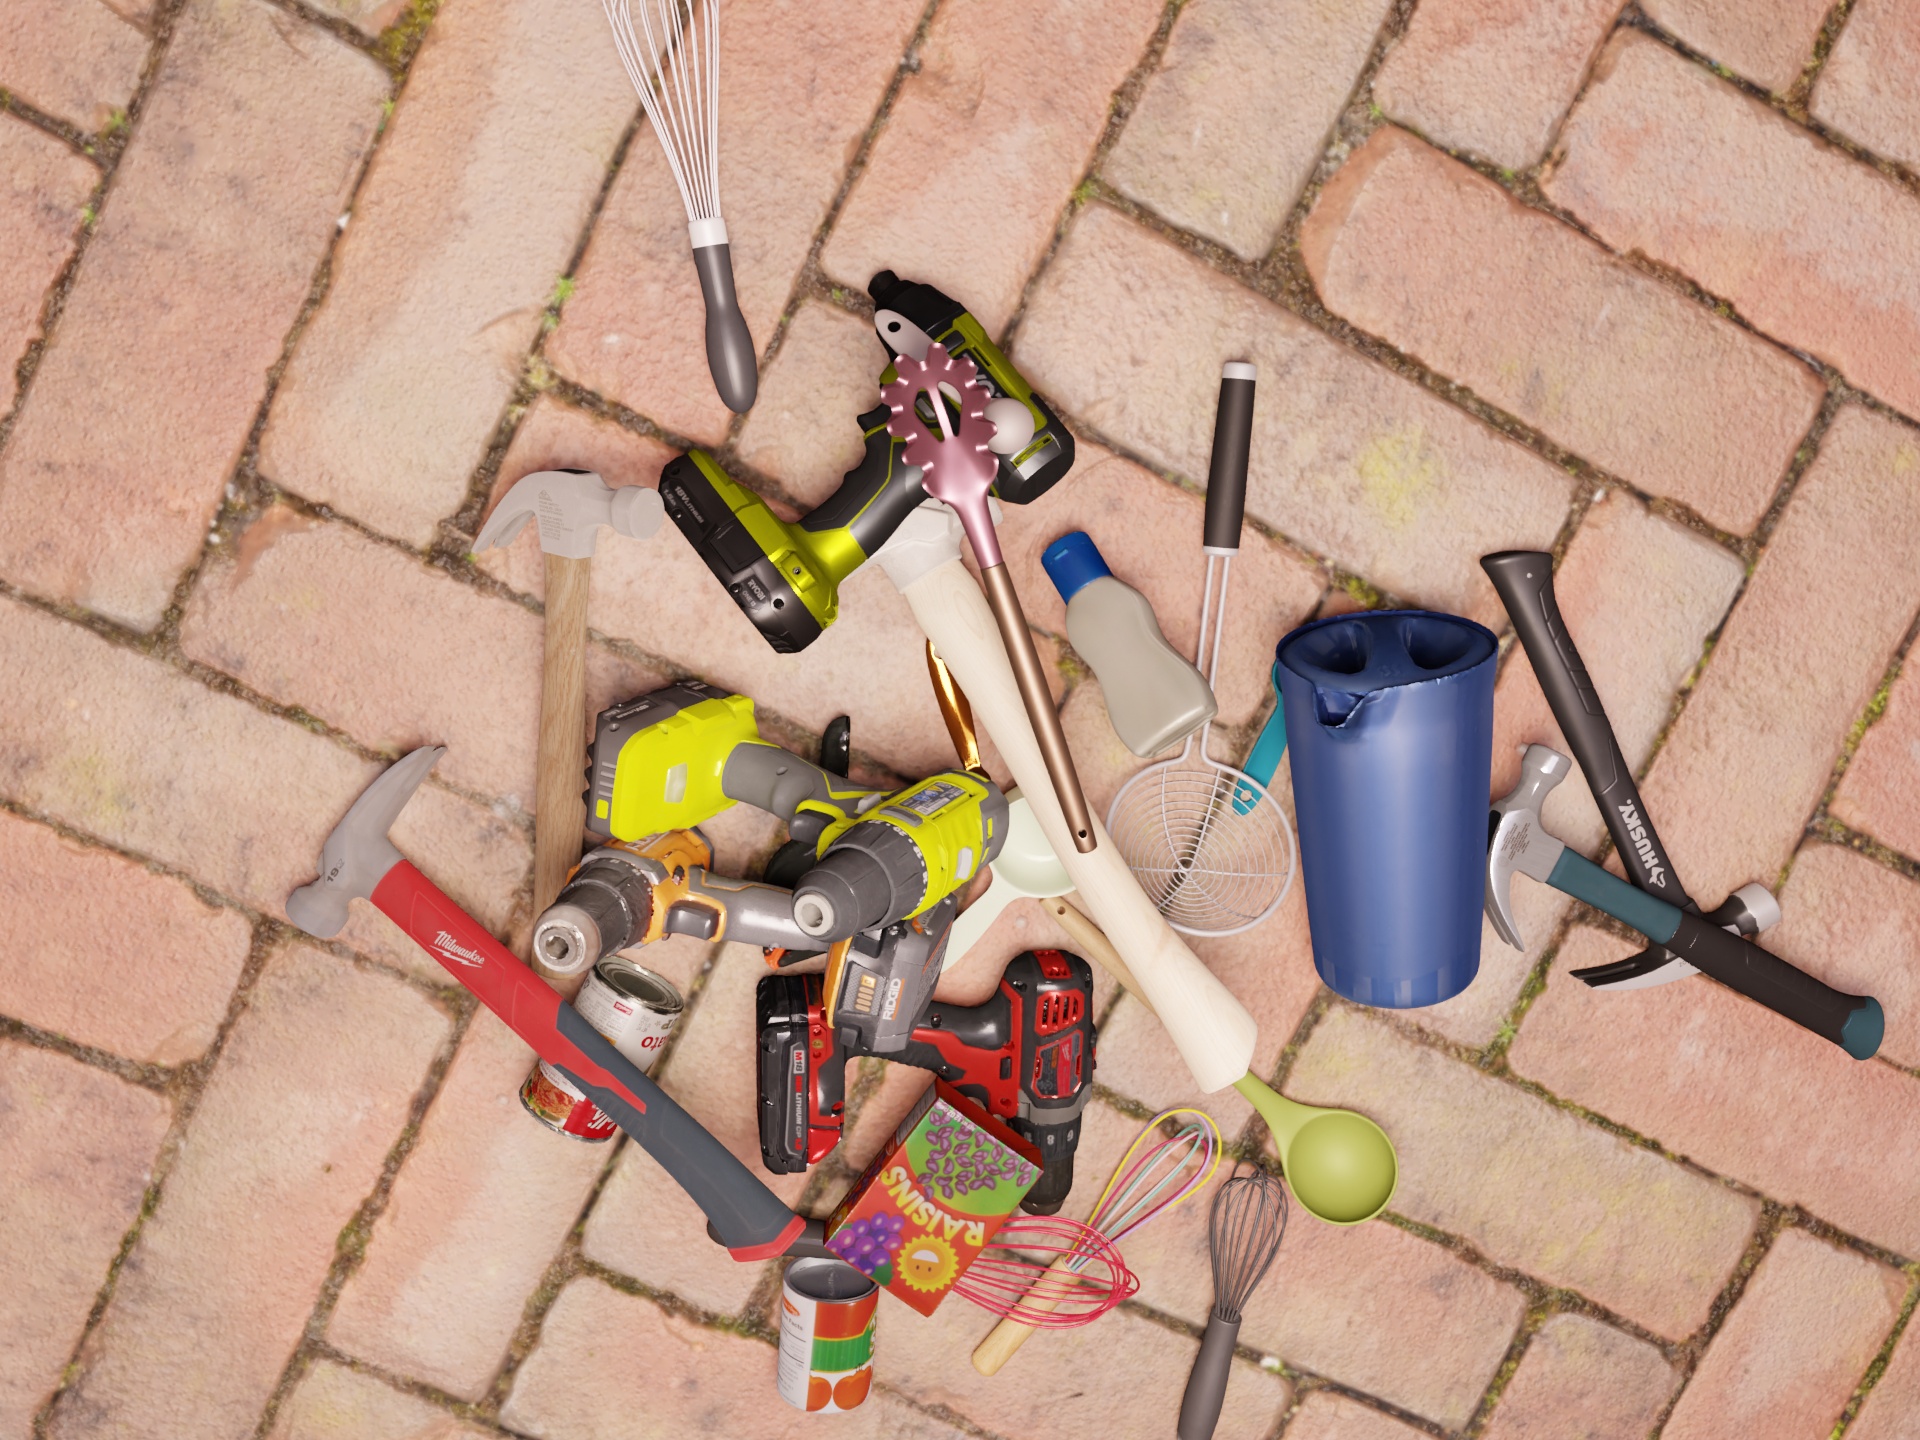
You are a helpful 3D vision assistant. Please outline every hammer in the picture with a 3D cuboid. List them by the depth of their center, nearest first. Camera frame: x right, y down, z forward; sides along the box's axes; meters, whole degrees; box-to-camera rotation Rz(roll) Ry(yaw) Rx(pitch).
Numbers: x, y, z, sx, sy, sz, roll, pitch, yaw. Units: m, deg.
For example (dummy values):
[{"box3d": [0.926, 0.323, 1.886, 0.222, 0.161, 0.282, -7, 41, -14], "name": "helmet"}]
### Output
[{"box3d": [-0.239, 0.182, 0.984, 0.386, 0.038, 0.143, 39, 94, 10], "name": "hammer"}, {"box3d": [-0.252, 0.007, 0.999, 0.130, 0.031, 0.331, 15, 109, 28], "name": "hammer"}, {"box3d": [0.052, 0.052, 1.000, 0.146, 0.038, 0.411, -31, 84, 1], "name": "hammer"}, {"box3d": [0.494, 0.144, 1.083, 0.331, 0.033, 0.128, 27, 93, -10], "name": "hammer"}, {"box3d": [0.436, 0.032, 1.094, 0.146, 0.035, 0.334, -29, 101, -1], "name": "hammer"}]

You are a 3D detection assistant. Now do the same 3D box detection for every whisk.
[{"box3d": [-0.160, -0.329, 0.966, 0.070, 0.070, 0.284, -10, 106, -4], "name": "whisk"}, {"box3d": [-0.027, 0.358, 1.070, 0.296, 0.073, 0.073, 6, 99, 7], "name": "whisk"}, {"box3d": [0.094, 0.368, 1.110, 0.047, 0.051, 0.245, 38, 97, -16], "name": "whisk"}, {"box3d": [0.186, 0.421, 1.128, 0.055, 0.055, 0.239, 10, 103, -7], "name": "whisk"}]

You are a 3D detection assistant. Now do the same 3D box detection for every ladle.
[{"box3d": [0.175, 0.227, 1.089, 0.320, 0.062, 0.078, 43, 82, -8], "name": "ladle"}]

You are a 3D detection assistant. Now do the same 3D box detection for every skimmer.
[{"box3d": [0.168, -0.047, 1.024, 0.127, 0.090, 0.363, 4, 99, -4], "name": "skimmer"}]

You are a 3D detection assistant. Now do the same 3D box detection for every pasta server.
[{"box3d": [0.027, -0.064, 0.929, 0.060, 0.040, 0.316, -18, 103, 5], "name": "pasta server"}]

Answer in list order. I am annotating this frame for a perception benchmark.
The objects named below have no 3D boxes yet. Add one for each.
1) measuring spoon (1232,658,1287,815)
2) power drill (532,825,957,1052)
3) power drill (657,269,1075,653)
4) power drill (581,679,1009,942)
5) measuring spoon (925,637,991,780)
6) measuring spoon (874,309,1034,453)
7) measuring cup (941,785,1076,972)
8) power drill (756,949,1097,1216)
[{"box3d": [0.212, 0.005, 1.079, 0.042, 0.021, 0.128, 19, 106, -9], "name": "measuring spoon"}, {"box3d": [-0.129, 0.126, 0.949, 0.226, 0.185, 0.084, 15, 103, 7], "name": "power drill"}, {"box3d": [-0.066, -0.161, 0.977, 0.223, 0.080, 0.171, -38, 78, -4], "name": "power drill"}, {"box3d": [-0.106, 0.055, 0.934, 0.228, 0.190, 0.080, 19, 111, 22], "name": "power drill"}, {"box3d": [-0.002, -0.003, 1.054, 0.021, 0.011, 0.117, -17, 100, -3], "name": "measuring spoon"}, {"box3d": [-0.006, -0.205, 0.938, 0.124, 0.018, 0.034, 43, 82, 11], "name": "measuring spoon"}, {"box3d": [0.027, 0.108, 1.069, 0.083, 0.038, 0.167, 36, 111, -13], "name": "measuring cup"}, {"box3d": [-0.021, 0.249, 1.062, 0.226, 0.080, 0.187, -1, 106, -10], "name": "power drill"}]
